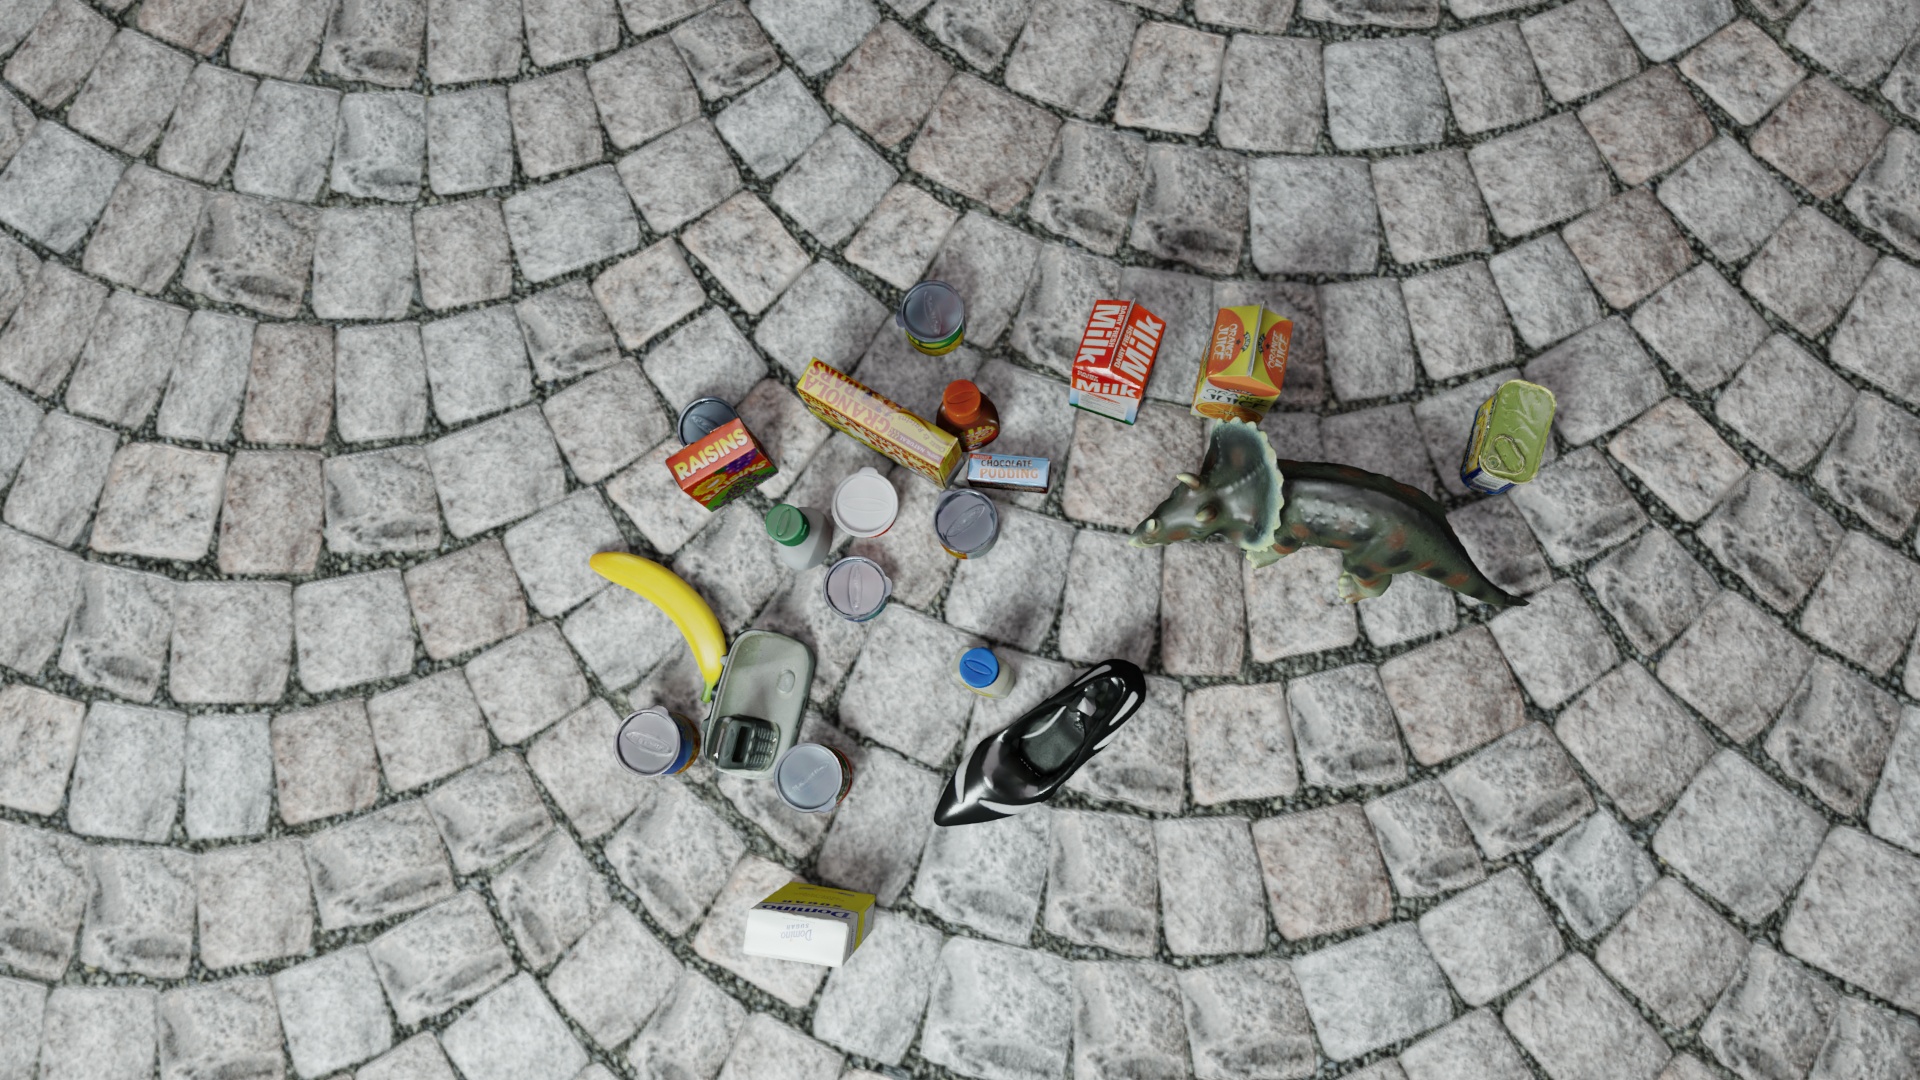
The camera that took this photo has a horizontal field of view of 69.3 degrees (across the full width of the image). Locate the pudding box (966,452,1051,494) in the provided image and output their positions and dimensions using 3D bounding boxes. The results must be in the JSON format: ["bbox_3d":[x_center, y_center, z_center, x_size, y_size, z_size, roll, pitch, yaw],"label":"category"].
[{"bbox_3d":[0.050,-0.069,1.424,0.084,0.049,0.030,6,82,4],"label":"pudding box"}]

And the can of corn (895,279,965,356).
[{"bbox_3d":[-0.030,-0.230,1.450,0.071,0.058,0.071,0,81,3],"label":"can of corn"}]

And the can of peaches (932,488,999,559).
[{"bbox_3d":[0.005,-0.018,1.414,0.071,0.058,0.071,0,81,3],"label":"can of peaches"}]

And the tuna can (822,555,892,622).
[{"bbox_3d":[-0.103,0.050,1.422,0.071,0.033,0.071,0,81,3],"label":"tuna can"}]

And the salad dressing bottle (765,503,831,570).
[{"bbox_3d":[-0.161,-0.007,1.376,0.044,0.147,0.064,18,83,6],"label":"salad dressing bottle"}]

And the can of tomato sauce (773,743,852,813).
[{"bbox_3d":[-0.142,0.234,1.369,0.071,0.083,0.071,0,81,3],"label":"can of tomato sauce"}]

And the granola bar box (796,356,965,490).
[{"bbox_3d":[-0.079,-0.114,1.401,0.166,0.124,0.039,30,84,7],"label":"granola bar box"}]

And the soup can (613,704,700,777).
[{"bbox_3d":[-0.299,0.199,1.383,0.071,0.083,0.071,0,81,3],"label":"soup can"}]

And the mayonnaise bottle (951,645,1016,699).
[{"bbox_3d":[0.020,0.127,1.344,0.065,0.148,0.041,23,84,7],"label":"mayonnaise bottle"}]

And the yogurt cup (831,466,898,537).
[{"bbox_3d":[-0.095,-0.033,1.424,0.072,0.054,0.072,0,81,3],"label":"yogurt cup"}]

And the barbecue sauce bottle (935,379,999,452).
[{"bbox_3d":[0.005,-0.125,1.386,0.065,0.148,0.044,-17,81,1],"label":"barbecue sauce bottle"}]

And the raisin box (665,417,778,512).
[{"bbox_3d":[-0.239,-0.076,1.404,0.086,0.123,0.040,-30,81,-1],"label":"raisin box"}]

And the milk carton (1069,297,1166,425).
[{"bbox_3d":[0.153,-0.177,1.364,0.073,0.190,0.072,19,83,6],"label":"milk carton"}]

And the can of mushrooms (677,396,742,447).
[{"bbox_3d":[-0.263,-0.113,1.457,0.071,0.033,0.071,0,81,3],"label":"can of mushrooms"}]

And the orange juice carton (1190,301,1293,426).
[{"bbox_3d":[0.275,-0.171,1.355,0.073,0.192,0.072,12,82,5],"label":"orange juice carton"}]
